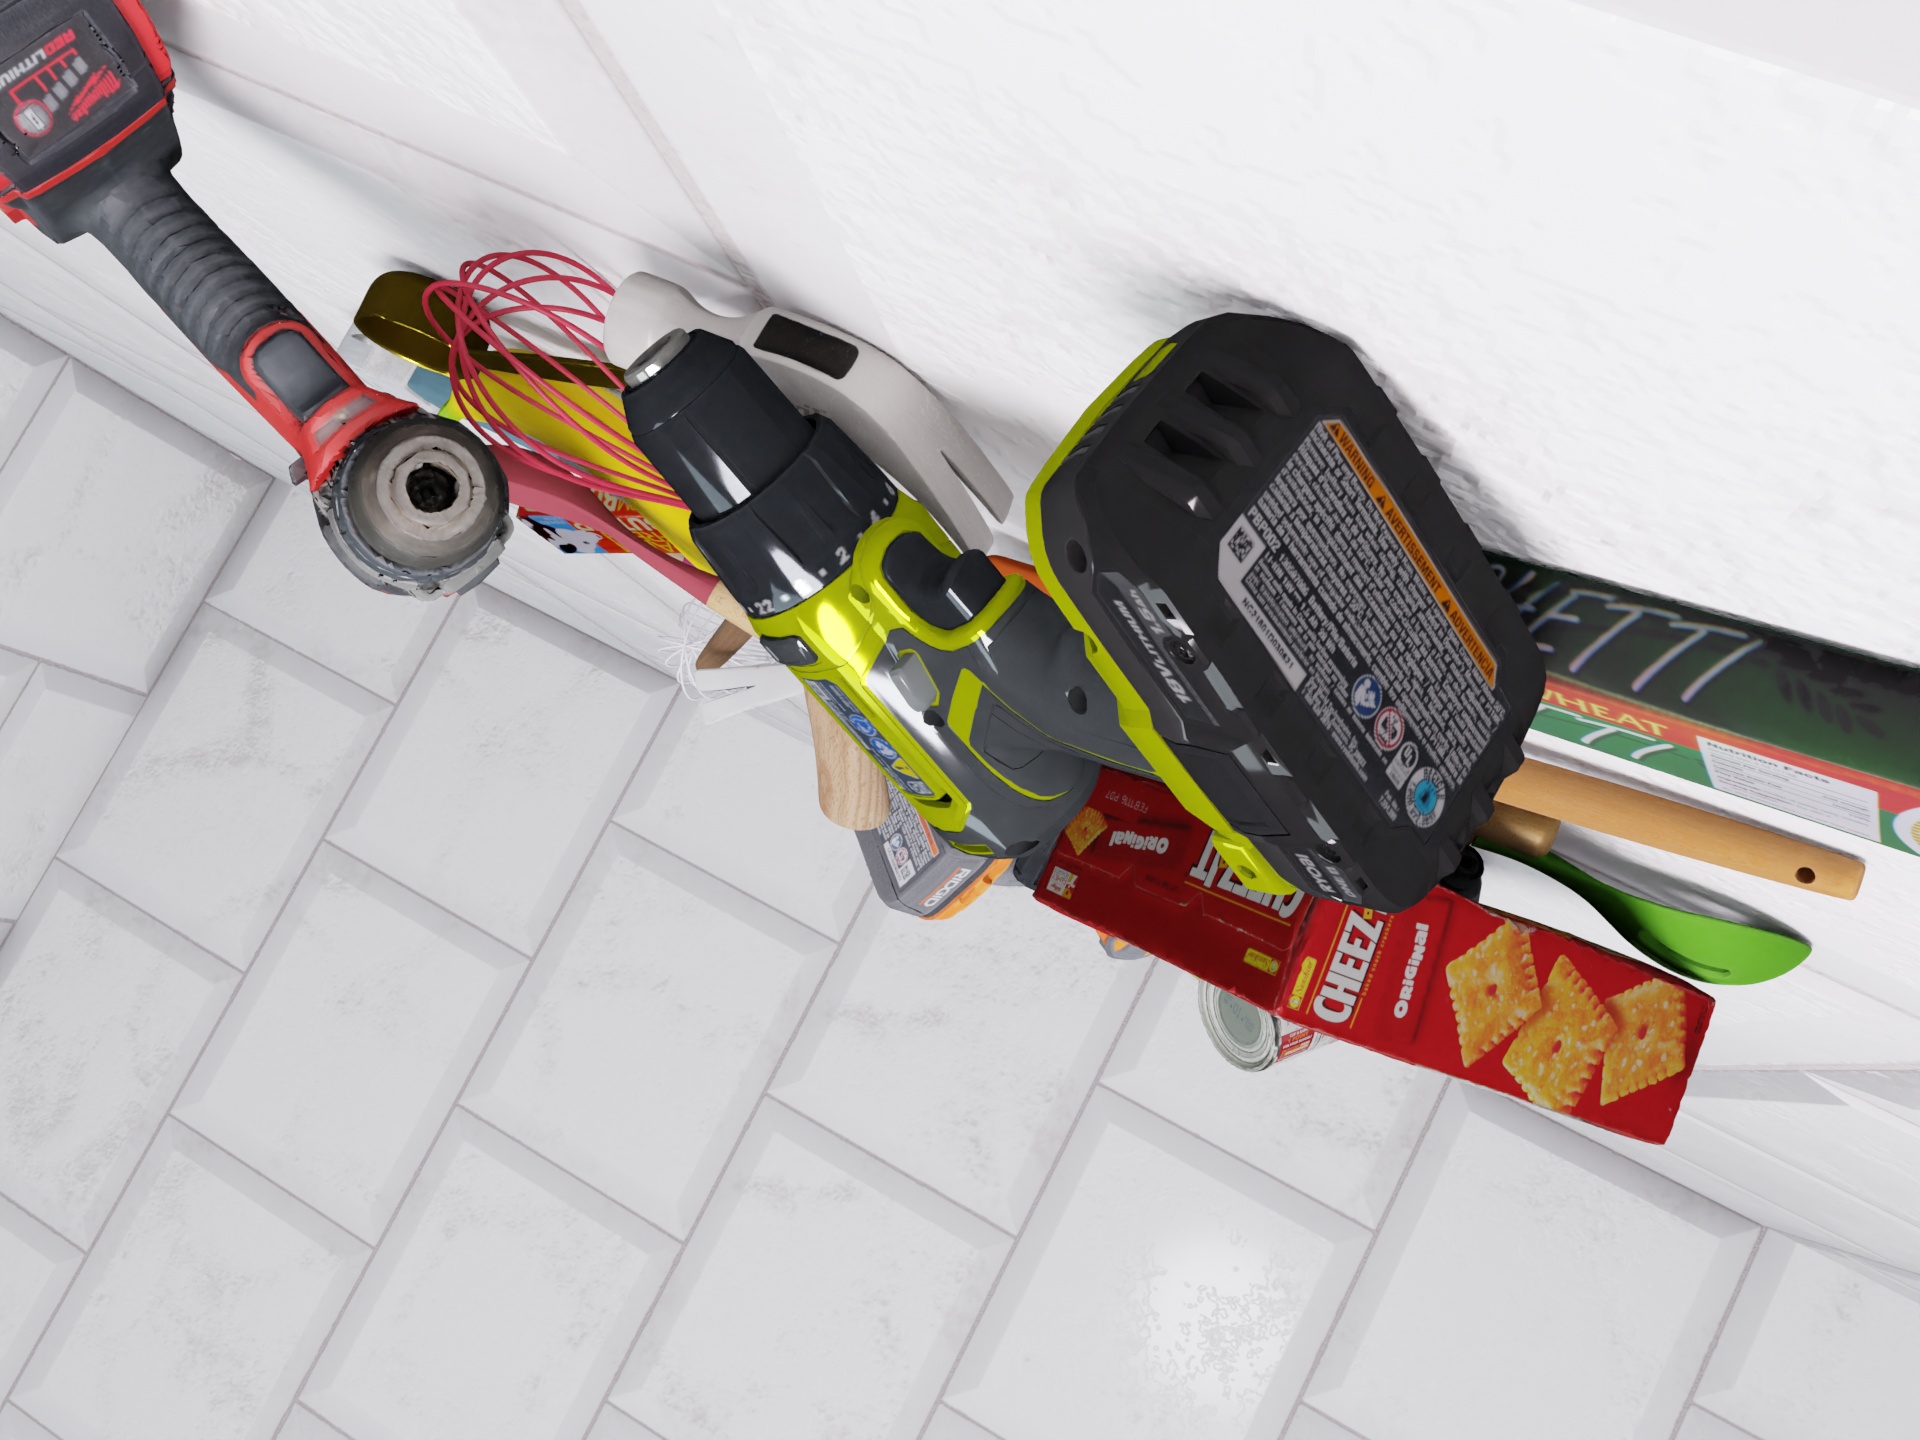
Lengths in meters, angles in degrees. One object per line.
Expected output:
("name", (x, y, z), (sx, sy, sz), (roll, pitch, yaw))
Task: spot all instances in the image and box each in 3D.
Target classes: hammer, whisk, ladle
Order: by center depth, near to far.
("hammer", (-0.047, -0.035, 0.624), (0.130, 0.031, 0.331), (21, 154, 11))
("whisk", (-0.102, -0.094, 0.635), (0.073, 0.073, 0.295), (24, 173, 32))
("whisk", (0.119, 0.003, 0.647), (0.245, 0.047, 0.051), (22, 171, 17))
("ladle", (-0.089, -0.044, 0.714), (0.315, 0.031, 0.069), (30, 177, -2))
("hammer", (-0.199, -0.140, 0.862), (0.331, 0.033, 0.128), (26, 175, 15))
("hammer", (-0.079, -0.026, 1.057), (0.149, 0.036, 0.409), (-10, 180, -2))
("whisk", (-0.138, -0.046, 1.126), (0.070, 0.070, 0.284), (26, -174, 13))

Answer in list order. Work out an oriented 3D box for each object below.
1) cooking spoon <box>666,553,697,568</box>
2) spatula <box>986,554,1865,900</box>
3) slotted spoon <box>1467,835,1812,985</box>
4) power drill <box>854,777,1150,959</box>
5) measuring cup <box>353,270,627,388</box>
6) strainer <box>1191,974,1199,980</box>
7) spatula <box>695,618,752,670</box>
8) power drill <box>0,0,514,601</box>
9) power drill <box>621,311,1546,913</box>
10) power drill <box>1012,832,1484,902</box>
("cooking spoon", (-0.206, -0.115, 1.045), (0.069, 0.017, 0.318), (21, 178, 45))
("spatula", (0.141, 0.009, 0.566), (0.323, 0.081, 0.041), (19, -153, 33))
("slotted spoon", (0.191, 0.034, 0.663), (0.314, 0.031, 0.070), (27, 174, 15))
("power drill", (0.035, 0.058, 0.982), (0.226, 0.084, 0.164), (17, -142, -43))
("measuring cup", (-0.193, -0.168, 0.693), (0.156, 0.029, 0.062), (13, 169, 20))
("strainer", (0.118, 0.063, 0.934), (0.256, 0.069, 0.152), (33, -151, -35))
("spatula", (-0.099, -0.067, 0.809), (0.059, 0.018, 0.316), (29, 159, -12))
("power drill", (-0.228, -0.131, 0.504), (0.226, 0.080, 0.188), (51, 167, -17))
("power drill", (0.014, -0.034, 0.420), (0.190, 0.080, 0.229), (50, 157, -26))
("power drill", (0.150, 0.070, 0.809), (0.219, 0.079, 0.143), (23, 148, -2))
